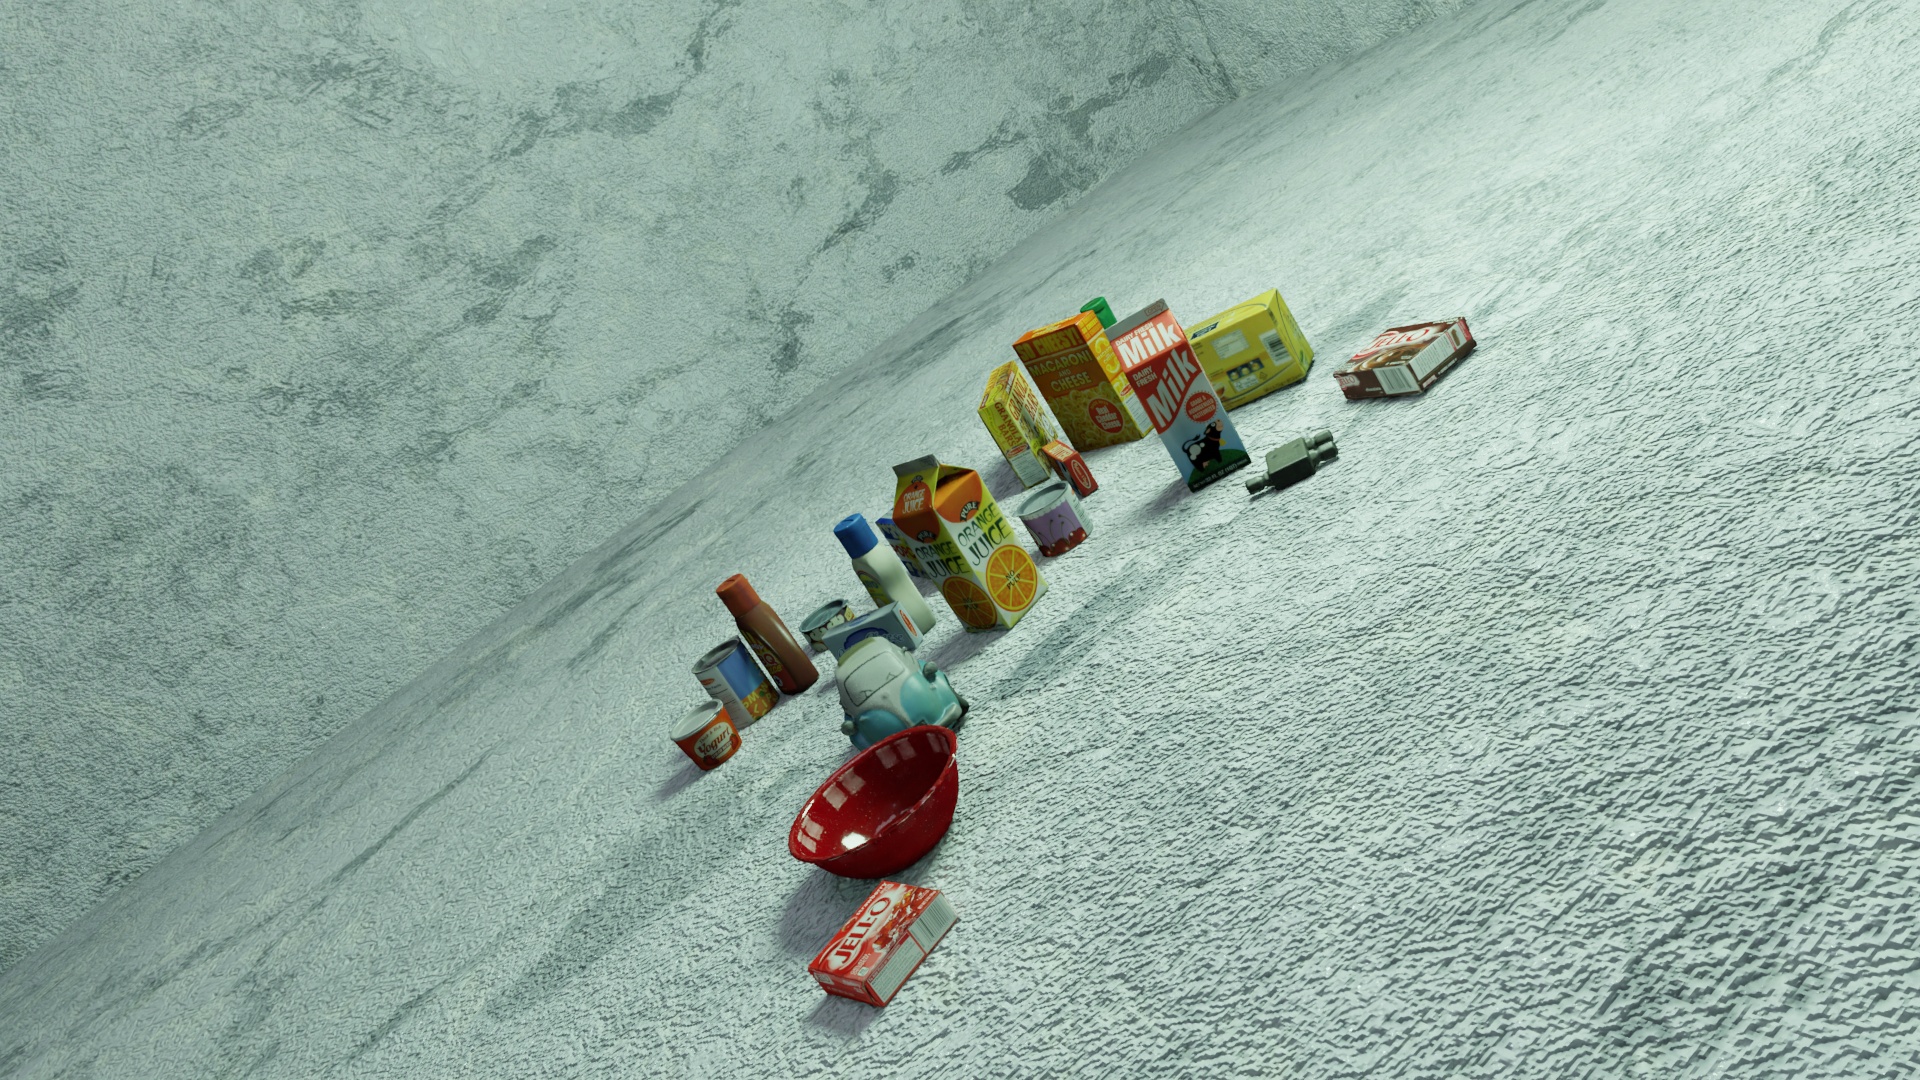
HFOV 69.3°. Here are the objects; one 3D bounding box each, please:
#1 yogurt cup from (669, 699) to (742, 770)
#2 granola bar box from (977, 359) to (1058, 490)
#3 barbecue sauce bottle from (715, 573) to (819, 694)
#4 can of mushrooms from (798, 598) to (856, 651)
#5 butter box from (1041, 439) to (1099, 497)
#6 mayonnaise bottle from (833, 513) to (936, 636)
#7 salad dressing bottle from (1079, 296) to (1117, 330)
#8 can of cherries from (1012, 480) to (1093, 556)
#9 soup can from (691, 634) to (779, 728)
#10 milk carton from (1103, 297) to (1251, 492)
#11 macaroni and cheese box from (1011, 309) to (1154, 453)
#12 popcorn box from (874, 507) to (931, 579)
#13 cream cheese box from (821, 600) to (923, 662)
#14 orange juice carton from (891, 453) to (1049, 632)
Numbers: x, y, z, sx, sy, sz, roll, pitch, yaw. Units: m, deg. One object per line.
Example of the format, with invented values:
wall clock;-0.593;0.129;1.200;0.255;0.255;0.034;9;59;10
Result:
yogurt cup;-0.278;0.217;1.533;0.072;0.054;0.072;-30;17;10
granola bar box;0.076;-0.153;1.815;0.039;0.124;0.166;-27;17;18
barbecue sauce bottle;-0.221;0.106;1.578;0.044;0.148;0.065;-42;19;-29
can of mushrooms;-0.157;0.101;1.675;0.071;0.033;0.071;-30;17;10
butter box;0.130;-0.087;1.657;0.024;0.053;0.104;-33;17;-2
mayonnaise bottle;-0.086;0.039;1.523;0.041;0.147;0.064;-41;18;-26
salad dressing bottle;0.205;-0.245;1.801;0.064;0.147;0.044;-35;16;-6
can of cherries;0.101;-0.022;1.518;0.071;0.058;0.072;-30;17;10
soup can;-0.256;0.162;1.594;0.071;0.083;0.071;-30;17;10
milk carton;0.224;-0.153;1.438;0.072;0.190;0.074;-29;17;13
macaroni and cheese box;0.154;-0.195;1.721;0.040;0.166;0.123;-44;20;-33
popcorn box;-0.045;0.003;1.660;0.038;0.085;0.126;-38;18;-19
cream cheese box;-0.097;0.107;1.516;0.103;0.053;0.024;-23;19;30
orange juice carton;0.001;-0.003;1.411;0.071;0.192;0.073;-12;27;51
